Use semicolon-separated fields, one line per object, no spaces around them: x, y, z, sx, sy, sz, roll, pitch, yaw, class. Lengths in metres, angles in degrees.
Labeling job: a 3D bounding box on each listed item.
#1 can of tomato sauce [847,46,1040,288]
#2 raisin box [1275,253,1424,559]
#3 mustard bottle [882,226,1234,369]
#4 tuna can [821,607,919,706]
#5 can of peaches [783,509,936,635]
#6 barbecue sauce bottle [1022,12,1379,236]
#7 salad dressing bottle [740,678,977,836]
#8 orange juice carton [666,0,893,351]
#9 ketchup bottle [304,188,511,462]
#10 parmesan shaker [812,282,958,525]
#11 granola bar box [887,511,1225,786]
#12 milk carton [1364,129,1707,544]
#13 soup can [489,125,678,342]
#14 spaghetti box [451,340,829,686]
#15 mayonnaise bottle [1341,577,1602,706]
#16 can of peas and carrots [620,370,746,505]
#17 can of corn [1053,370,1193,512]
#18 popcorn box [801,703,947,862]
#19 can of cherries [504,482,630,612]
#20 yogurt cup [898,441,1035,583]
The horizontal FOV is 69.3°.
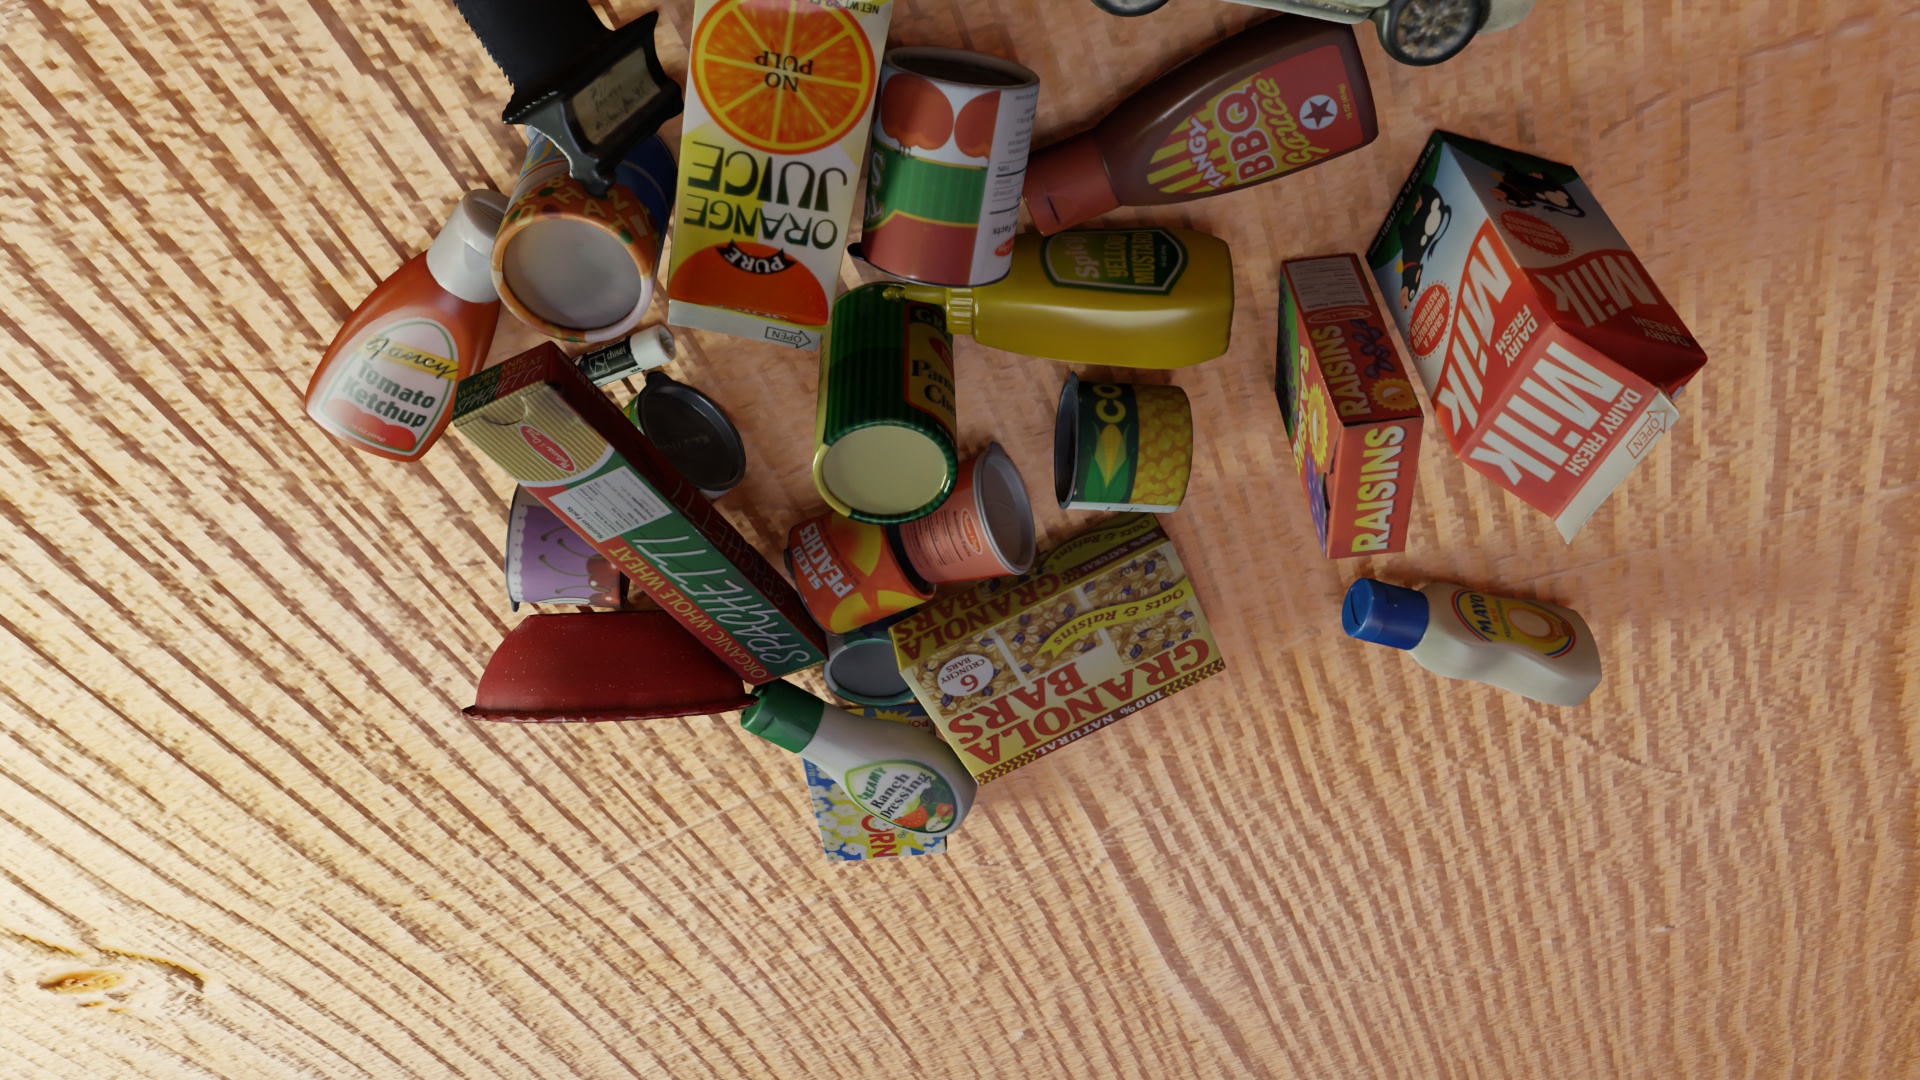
-0.007;-0.157;0.580;0.071;0.071;0.082;5;121;-8;can of tomato sauce
0.178;-0.064;0.652;0.040;0.124;0.085;-6;135;3;raisin box
0.044;-0.113;0.640;0.160;0.065;0.048;1;139;2;mustard bottle
-0.048;0.068;0.835;0.071;0.033;0.070;-1;135;-1;tuna can
-0.054;0.011;0.753;0.058;0.071;0.071;-21;132;17;can of peaches
0.098;-0.174;0.595;0.148;0.044;0.064;-18;134;15;barbecue sauce bottle
-0.061;0.128;0.839;0.147;0.044;0.064;30;120;-19;salad dressing bottle
-0.079;-0.160;0.579;0.072;0.073;0.191;8;134;-11;orange juice carton
-0.248;-0.101;0.650;0.064;0.044;0.148;29;126;-27;ketchup bottle
-0.034;-0.063;0.656;0.071;0.103;0.071;-2;135;-2;parmesan shaker
0.058;0.063;0.807;0.165;0.039;0.123;-26;132;5;granola bar box
0.241;-0.088;0.583;0.073;0.191;0.072;10;134;-13;milk carton
-0.161;-0.136;0.590;0.071;0.084;0.071;-1;135;-1;soup can
-0.142;-0.001;0.669;0.050;0.029;0.249;-21;141;14;spaghetti box
0.301;0.055;0.822;0.148;0.065;0.041;13;134;-11;mayonnaise bottle
-0.154;-0.040;0.701;0.071;0.071;0.058;34;125;-31;can of peas and carrots
0.081;-0.050;0.703;0.058;0.071;0.070;2;135;-6;can of corn
-0.055;0.162;0.924;0.085;0.038;0.126;-5;135;0;popcorn box
-0.206;0.005;0.739;0.058;0.072;0.071;4;134;-8;can of cherries
0.003;-0.009;0.741;0.054;0.073;0.072;-16;134;23;yogurt cup
